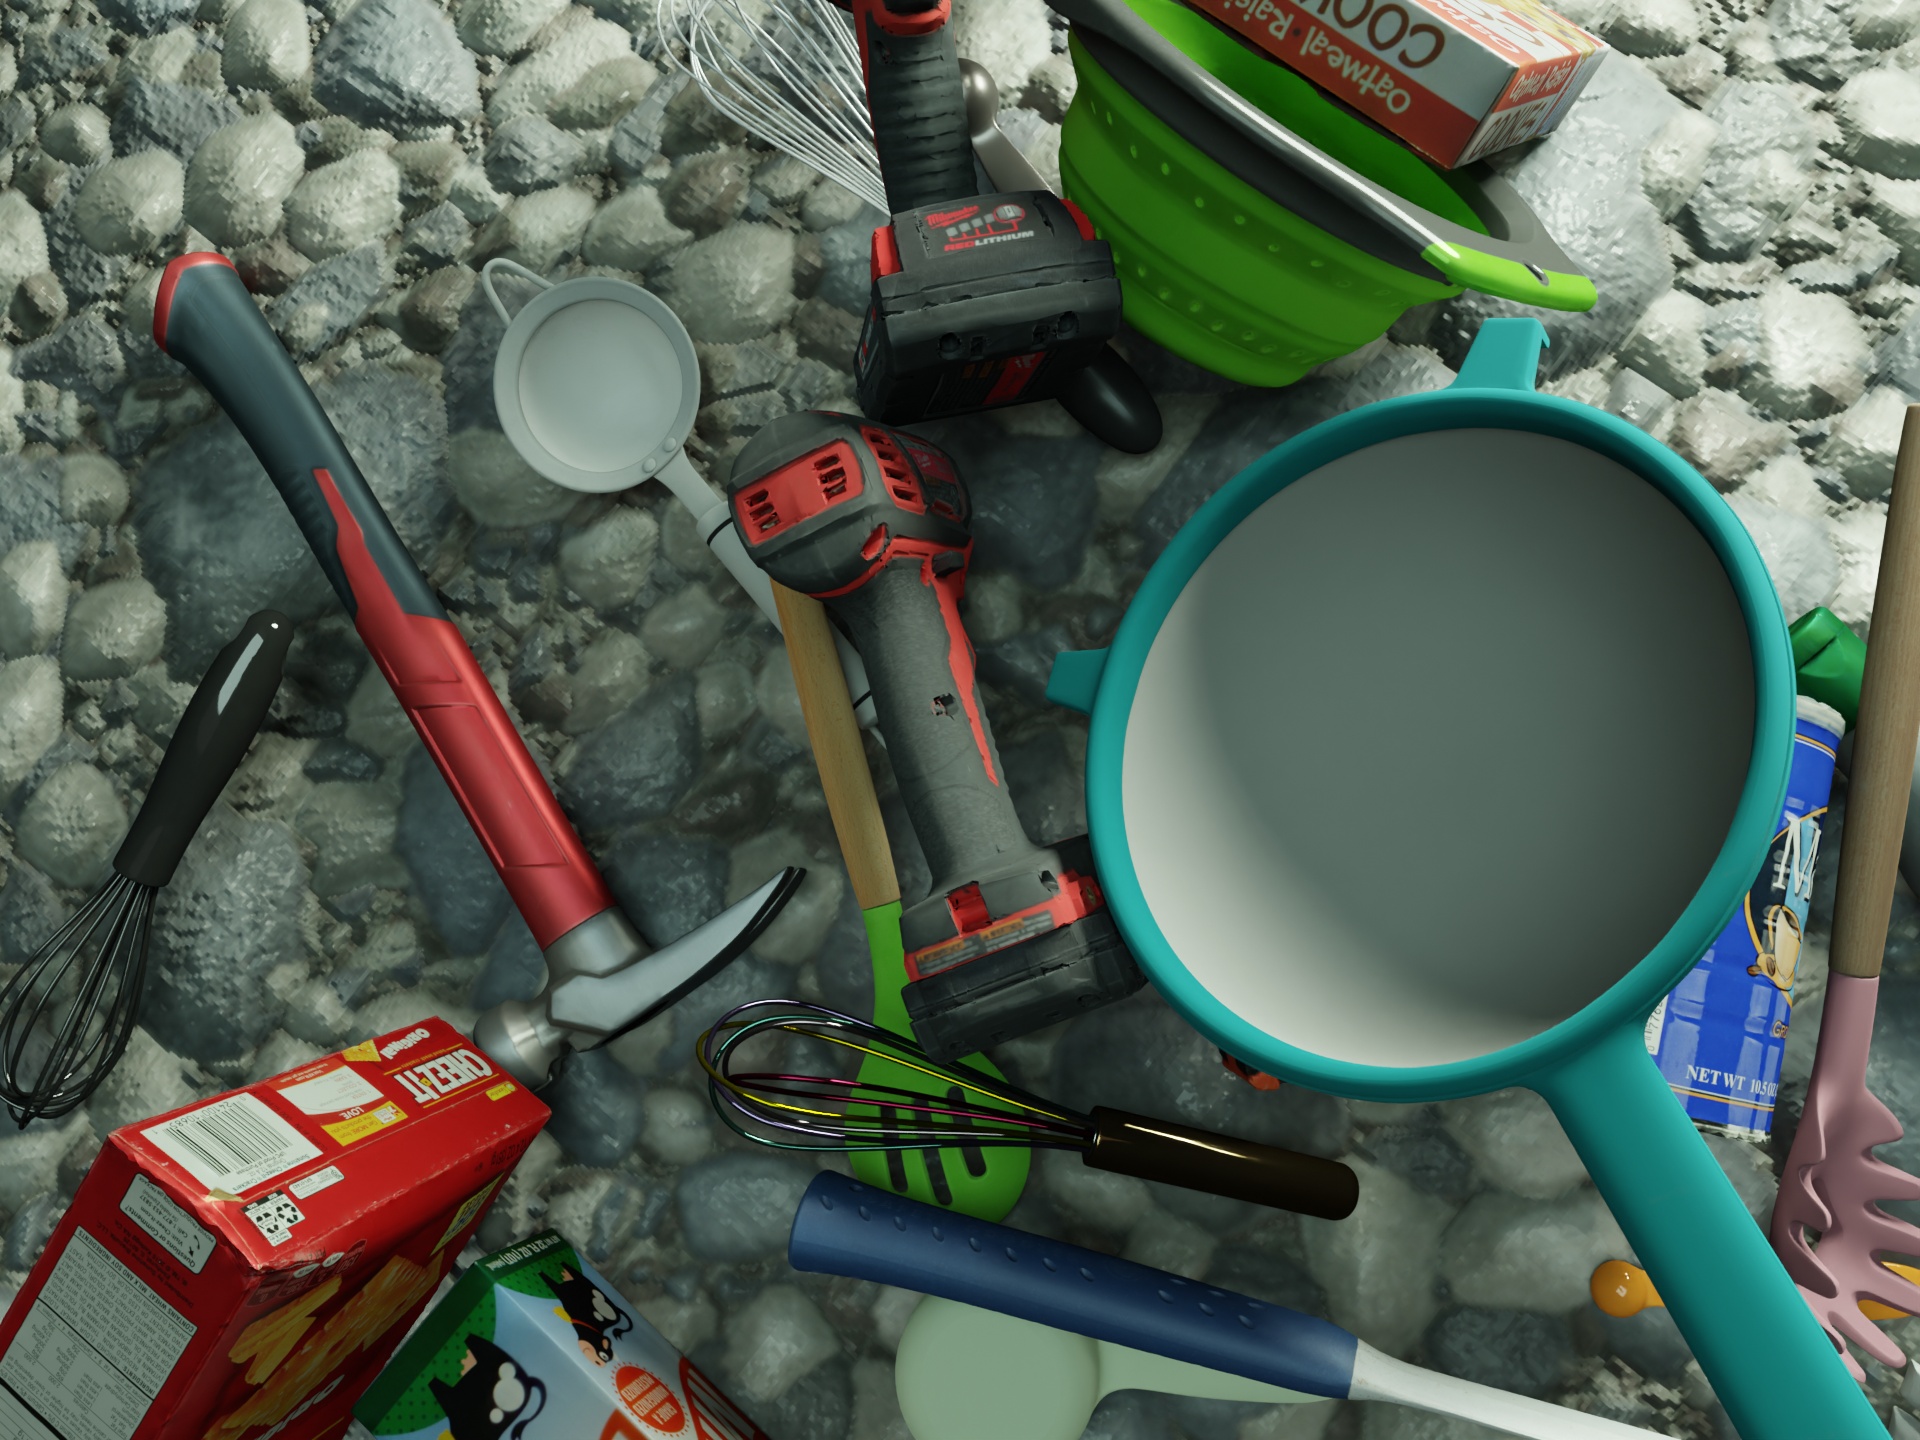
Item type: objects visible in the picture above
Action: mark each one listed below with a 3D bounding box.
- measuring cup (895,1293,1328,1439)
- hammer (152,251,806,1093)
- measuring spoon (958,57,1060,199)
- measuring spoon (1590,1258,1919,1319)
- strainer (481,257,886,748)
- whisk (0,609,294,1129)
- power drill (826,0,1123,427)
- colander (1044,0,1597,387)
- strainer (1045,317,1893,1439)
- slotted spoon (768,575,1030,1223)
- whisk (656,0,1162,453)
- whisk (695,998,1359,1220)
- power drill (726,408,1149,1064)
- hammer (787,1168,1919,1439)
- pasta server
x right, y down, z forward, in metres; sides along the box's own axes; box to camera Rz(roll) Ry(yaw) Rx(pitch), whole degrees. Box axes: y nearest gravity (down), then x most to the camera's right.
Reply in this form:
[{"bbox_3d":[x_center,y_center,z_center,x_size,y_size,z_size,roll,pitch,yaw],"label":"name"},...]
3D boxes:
[{"bbox_3d":[0.057,0.238,0.576,0.167,0.038,0.083,-2,82,11],"label":"measuring cup"},{"bbox_3d":[-0.218,-0.048,0.660,0.143,0.038,0.386,-34,79,2],"label":"hammer"},{"bbox_3d":[0.023,-0.225,0.654,0.034,0.018,0.124,-34,79,3],"label":"measuring spoon"},{"bbox_3d":[0.283,0.201,0.558,0.117,0.011,0.021,-3,82,9],"label":"measuring spoon"},{"bbox_3d":[-0.103,-0.085,0.646,0.087,0.050,0.258,-41,84,9],"label":"strainer"},{"bbox_3d":[-0.332,0.060,0.649,0.055,0.055,0.239,30,93,12],"label":"whisk"},{"bbox_3d":[-0.011,-0.227,0.528,0.080,0.188,0.227,-12,90,-8],"label":"power drill"},{"bbox_3d":[0.058,-0.247,0.613,0.397,0.204,0.094,53,128,27],"label":"colander"},{"bbox_3d":[0.169,0.063,0.453,0.211,0.095,0.341,-38,54,23],"label":"strainer"},{"bbox_3d":[-0.039,0.046,0.607,0.070,0.031,0.314,-16,85,8],"label":"slotted spoon"},{"bbox_3d":[-0.019,-0.211,0.645,0.070,0.070,0.284,-43,83,2],"label":"whisk"},{"bbox_3d":[0.025,0.146,0.564,0.245,0.047,0.051,14,79,-7],"label":"whisk"},{"bbox_3d":[-0.001,-0.002,0.573,0.078,0.143,0.220,-24,85,18],"label":"power drill"},{"bbox_3d":[0.140,0.214,0.524,0.405,0.144,0.035,11,101,15],"label":"hammer"},{"bbox_3d":[0.301,0.058,0.517,0.060,0.040,0.316,-3,100,-29],"label":"pasta server"}]
